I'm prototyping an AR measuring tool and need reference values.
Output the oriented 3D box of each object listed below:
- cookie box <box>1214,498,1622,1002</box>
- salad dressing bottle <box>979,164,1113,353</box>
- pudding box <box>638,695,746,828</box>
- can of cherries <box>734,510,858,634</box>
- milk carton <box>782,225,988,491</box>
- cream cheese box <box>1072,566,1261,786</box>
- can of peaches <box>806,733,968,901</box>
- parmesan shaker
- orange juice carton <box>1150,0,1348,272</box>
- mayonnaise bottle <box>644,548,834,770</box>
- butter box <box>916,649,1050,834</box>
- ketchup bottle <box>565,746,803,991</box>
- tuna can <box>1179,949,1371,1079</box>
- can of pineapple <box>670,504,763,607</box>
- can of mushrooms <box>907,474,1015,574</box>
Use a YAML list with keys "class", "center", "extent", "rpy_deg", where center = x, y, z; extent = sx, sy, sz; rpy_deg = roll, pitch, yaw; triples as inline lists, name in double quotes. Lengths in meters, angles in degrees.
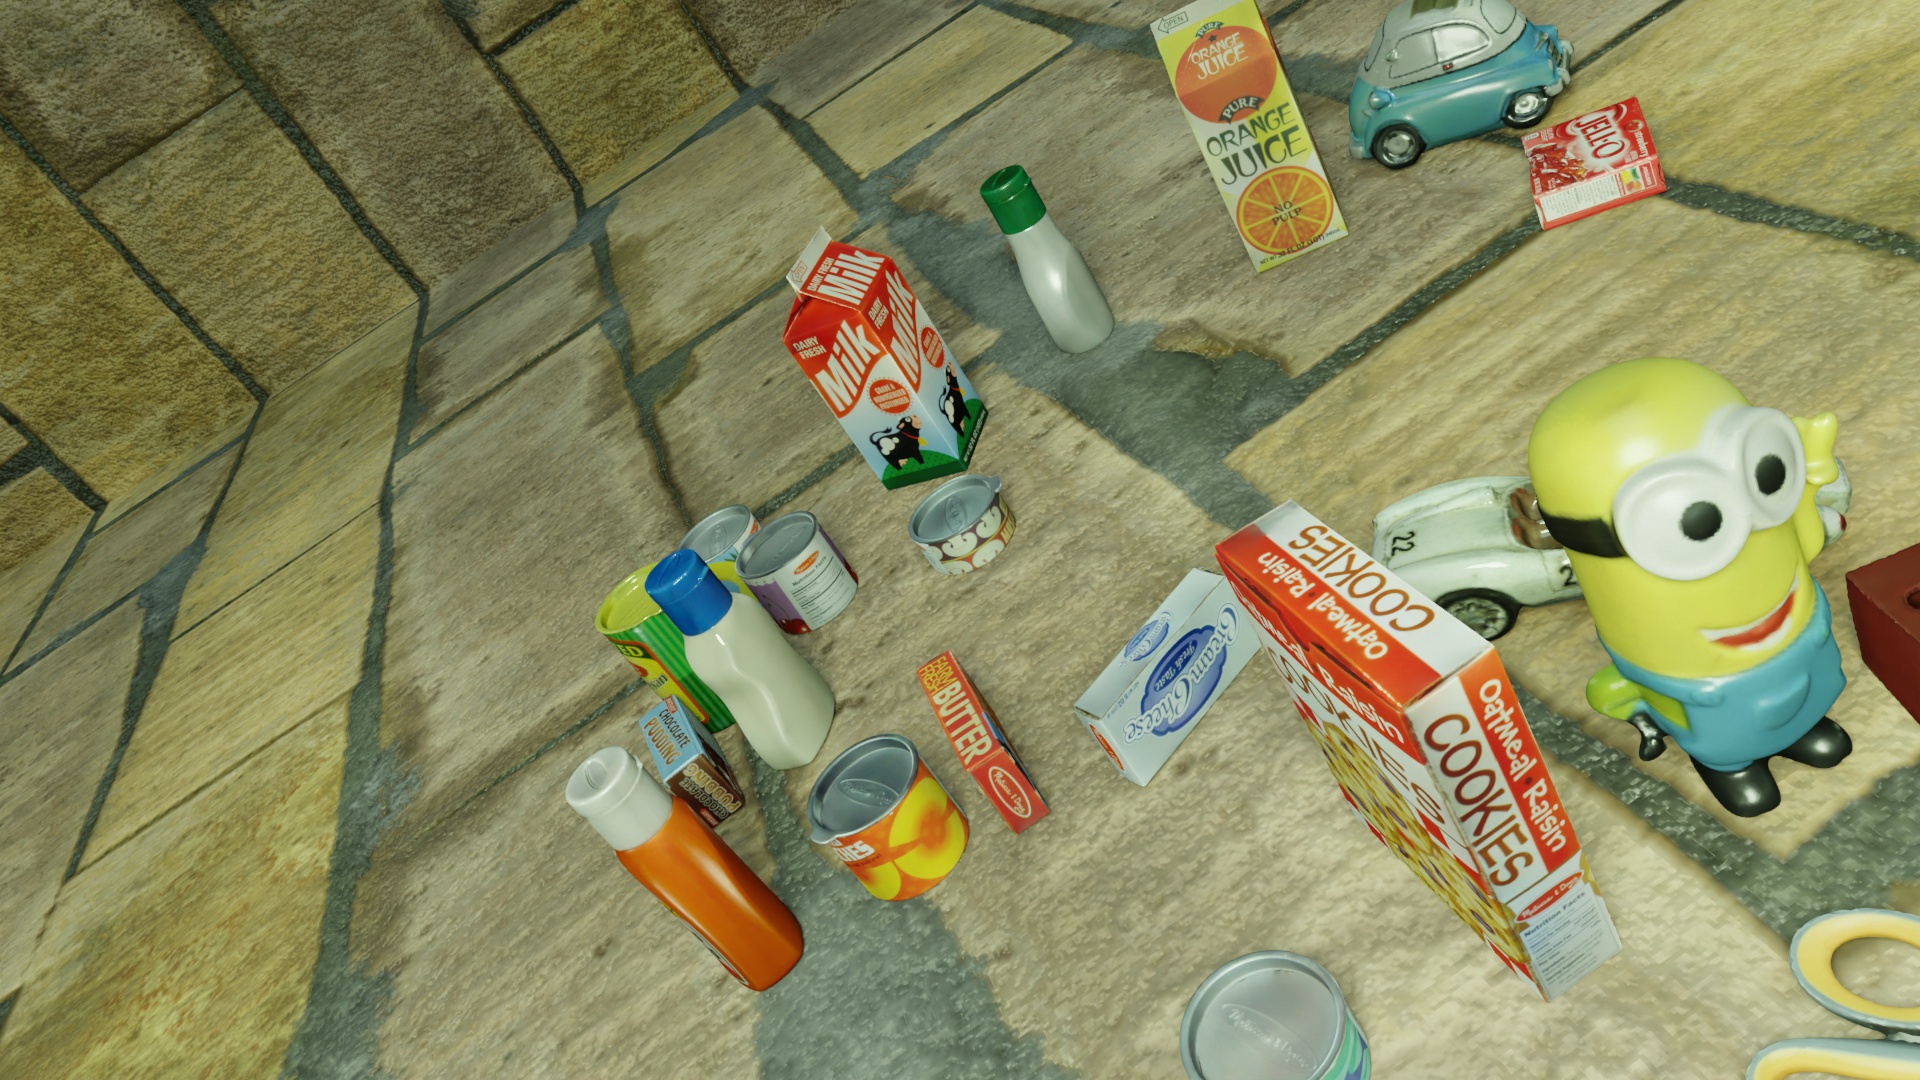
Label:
- class: "cookie box"
  center: [0.168, 0.077, 0.519]
  extent: [0.040, 0.167, 0.123]
  rpy_deg: [-35, 30, -2]
- class: "salad dressing bottle"
  center: [0.065, -0.210, 1.040]
  extent: [0.044, 0.147, 0.064]
  rpy_deg: [-12, 37, 33]
- class: "pudding box"
  center: [-0.167, 0.136, 0.863]
  extent: [0.030, 0.049, 0.084]
  rpy_deg: [-38, 31, -7]
- class: "can of cherries"
  center: [-0.114, 0.022, 0.966]
  extent: [0.071, 0.058, 0.072]
  rpy_deg: [-24, 32, 16]
- class: "milk carton"
  center: [-0.062, -0.133, 1.008]
  extent: [0.073, 0.190, 0.073]
  rpy_deg: [-14, 36, 30]
- class: "cream cheese box"
  center: [0.106, 0.068, 0.701]
  extent: [0.104, 0.053, 0.024]
  rpy_deg: [-46, 33, -20]
- class: "can of peaches"
  center: [-0.038, 0.146, 0.721]
  extent: [0.071, 0.058, 0.071]
  rpy_deg: [-24, 32, 16]
- class: "parmesan shaker"
  center: [-0.181, 0.072, 0.914]
  extent: [0.071, 0.102, 0.072]
  rpy_deg: [-24, 32, 16]
- class: "orange juice carton"
  center: [0.206, -0.297, 0.987]
  extent: [0.071, 0.192, 0.073]
  rpy_deg: [-21, 33, 20]
- class: "mayonnaise bottle"
  center: [-0.131, 0.069, 0.828]
  extent: [0.041, 0.147, 0.065]
  rpy_deg: [-16, 35, 27]
- class: "butter box"
  center: [0.010, 0.105, 0.738]
  extent: [0.024, 0.053, 0.104]
  rpy_deg: [-34, 31, 0]
- class: "ketchup bottle"
  center: [-0.138, 0.163, 0.700]
  extent: [0.043, 0.148, 0.065]
  rpy_deg: [-41, 31, -12]
- class: "tuna can"
  center: [0.118, 0.196, 0.529]
  extent: [0.071, 0.032, 0.071]
  rpy_deg: [-24, 32, 16]
- class: "can of pineapple"
  center: [-0.169, 0.017, 1.026]
  extent: [0.071, 0.057, 0.071]
  rpy_deg: [-24, 32, 16]
- class: "can of mushrooms"
  center: [0.003, -0.012, 0.929]
  extent: [0.071, 0.033, 0.071]
  rpy_deg: [-24, 32, 16]
